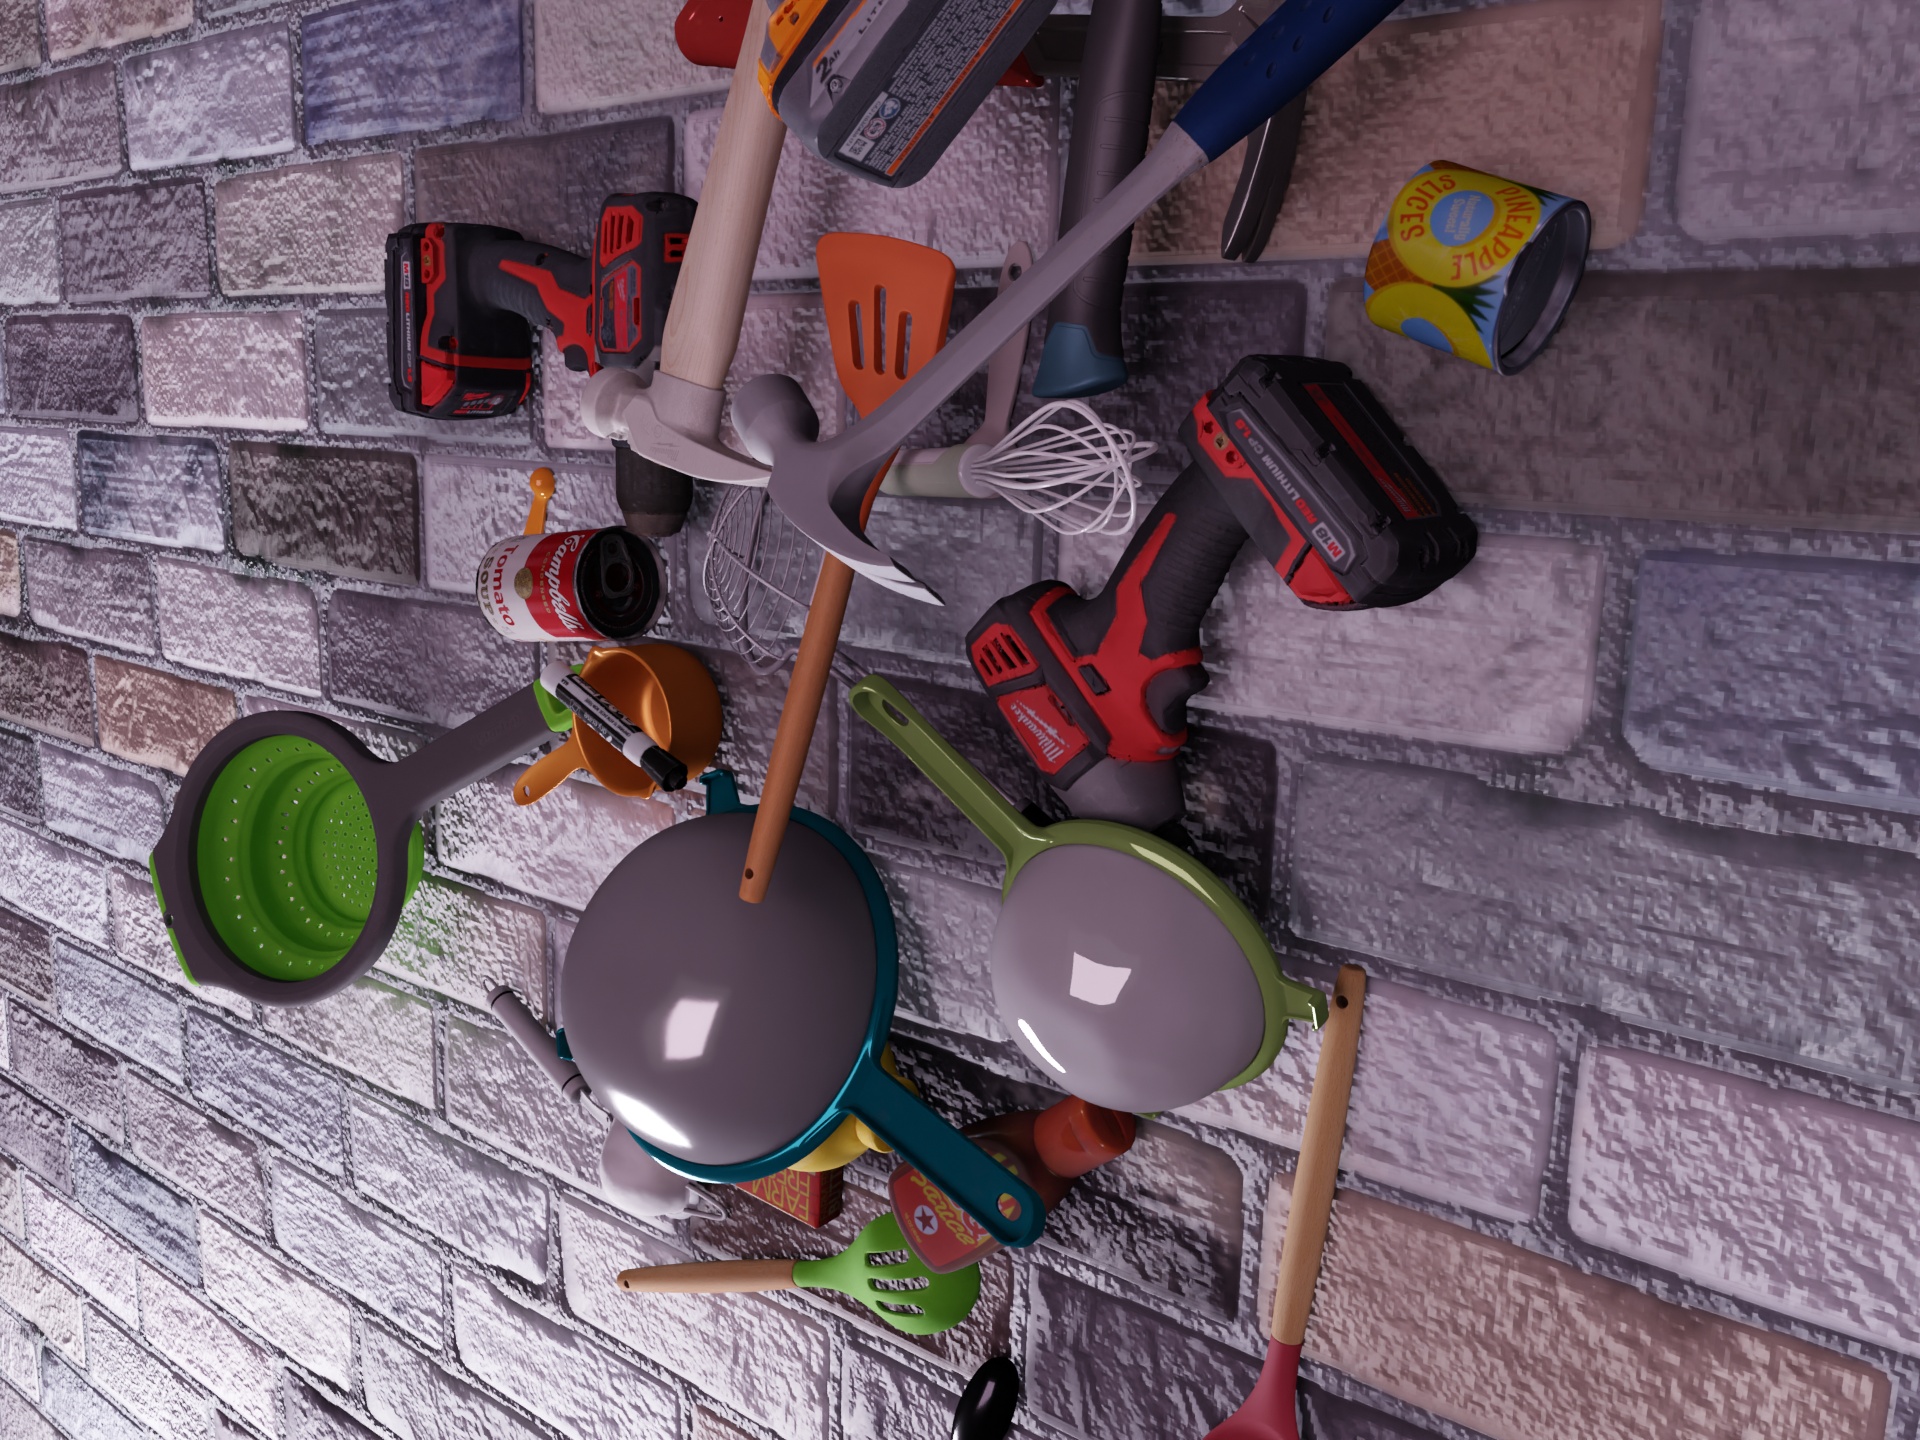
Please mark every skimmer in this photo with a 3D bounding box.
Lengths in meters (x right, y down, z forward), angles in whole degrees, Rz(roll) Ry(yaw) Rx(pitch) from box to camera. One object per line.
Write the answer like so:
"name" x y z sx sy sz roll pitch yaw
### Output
"skimmer" -0.001 -0.003 0.809 0.363 0.090 0.127 42 127 14

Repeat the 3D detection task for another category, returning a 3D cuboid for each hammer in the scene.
"hammer" -0.084 -0.318 0.764 0.146 0.038 0.410 25 106 32
"hammer" 0.070 -0.297 0.655 0.128 0.033 0.331 18 108 34
"hammer" -0.002 -0.311 0.753 0.359 0.036 0.149 19 109 35
"hammer" 0.082 -0.208 0.603 0.405 0.035 0.144 -41 51 12

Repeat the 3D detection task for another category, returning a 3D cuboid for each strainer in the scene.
"strainer" 0.029 0.086 0.716 0.256 0.069 0.151 45 140 3
"strainer" -0.249 0.250 1.046 0.259 0.050 0.086 38 134 32
"strainer" -0.100 0.162 0.816 0.341 0.095 0.211 30 90 38

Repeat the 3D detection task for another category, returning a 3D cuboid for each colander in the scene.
"colander" -0.384 0.060 1.102 0.397 0.094 0.204 -27 80 20

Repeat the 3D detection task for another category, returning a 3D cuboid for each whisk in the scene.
"whisk" 0.013 -0.113 0.715 0.246 0.058 0.059 18 137 64
"whisk" -0.020 0.470 0.891 0.070 0.070 0.284 31 111 31

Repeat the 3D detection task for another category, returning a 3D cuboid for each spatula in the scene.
"spatula" -0.066 -0.065 0.759 0.081 0.041 0.322 20 99 31

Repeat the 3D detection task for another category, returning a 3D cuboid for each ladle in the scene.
"ladle" 0.153 0.260 0.732 0.069 0.031 0.315 16 105 33

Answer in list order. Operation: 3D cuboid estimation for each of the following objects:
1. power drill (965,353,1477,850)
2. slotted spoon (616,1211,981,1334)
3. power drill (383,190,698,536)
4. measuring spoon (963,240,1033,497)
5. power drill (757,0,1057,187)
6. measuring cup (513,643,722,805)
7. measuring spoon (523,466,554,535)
"power drill" 0.104 -0.041 0.690 0.219 0.078 0.143 -45 69 37
"slotted spoon" -0.112 0.336 0.958 0.314 0.031 0.070 -19 86 41
"power drill" -0.236 -0.209 0.935 0.227 0.080 0.188 10 104 34
"measuring spoon" 0.017 -0.169 0.772 0.034 0.018 0.124 20 110 35
"power drill" -0.056 -0.358 0.675 0.164 0.084 0.227 -46 63 27
"measuring cup" -0.210 0.014 0.965 0.173 0.052 0.095 -30 79 40
"measuring spoon" -0.282 -0.109 1.026 0.021 0.011 0.117 34 117 30
